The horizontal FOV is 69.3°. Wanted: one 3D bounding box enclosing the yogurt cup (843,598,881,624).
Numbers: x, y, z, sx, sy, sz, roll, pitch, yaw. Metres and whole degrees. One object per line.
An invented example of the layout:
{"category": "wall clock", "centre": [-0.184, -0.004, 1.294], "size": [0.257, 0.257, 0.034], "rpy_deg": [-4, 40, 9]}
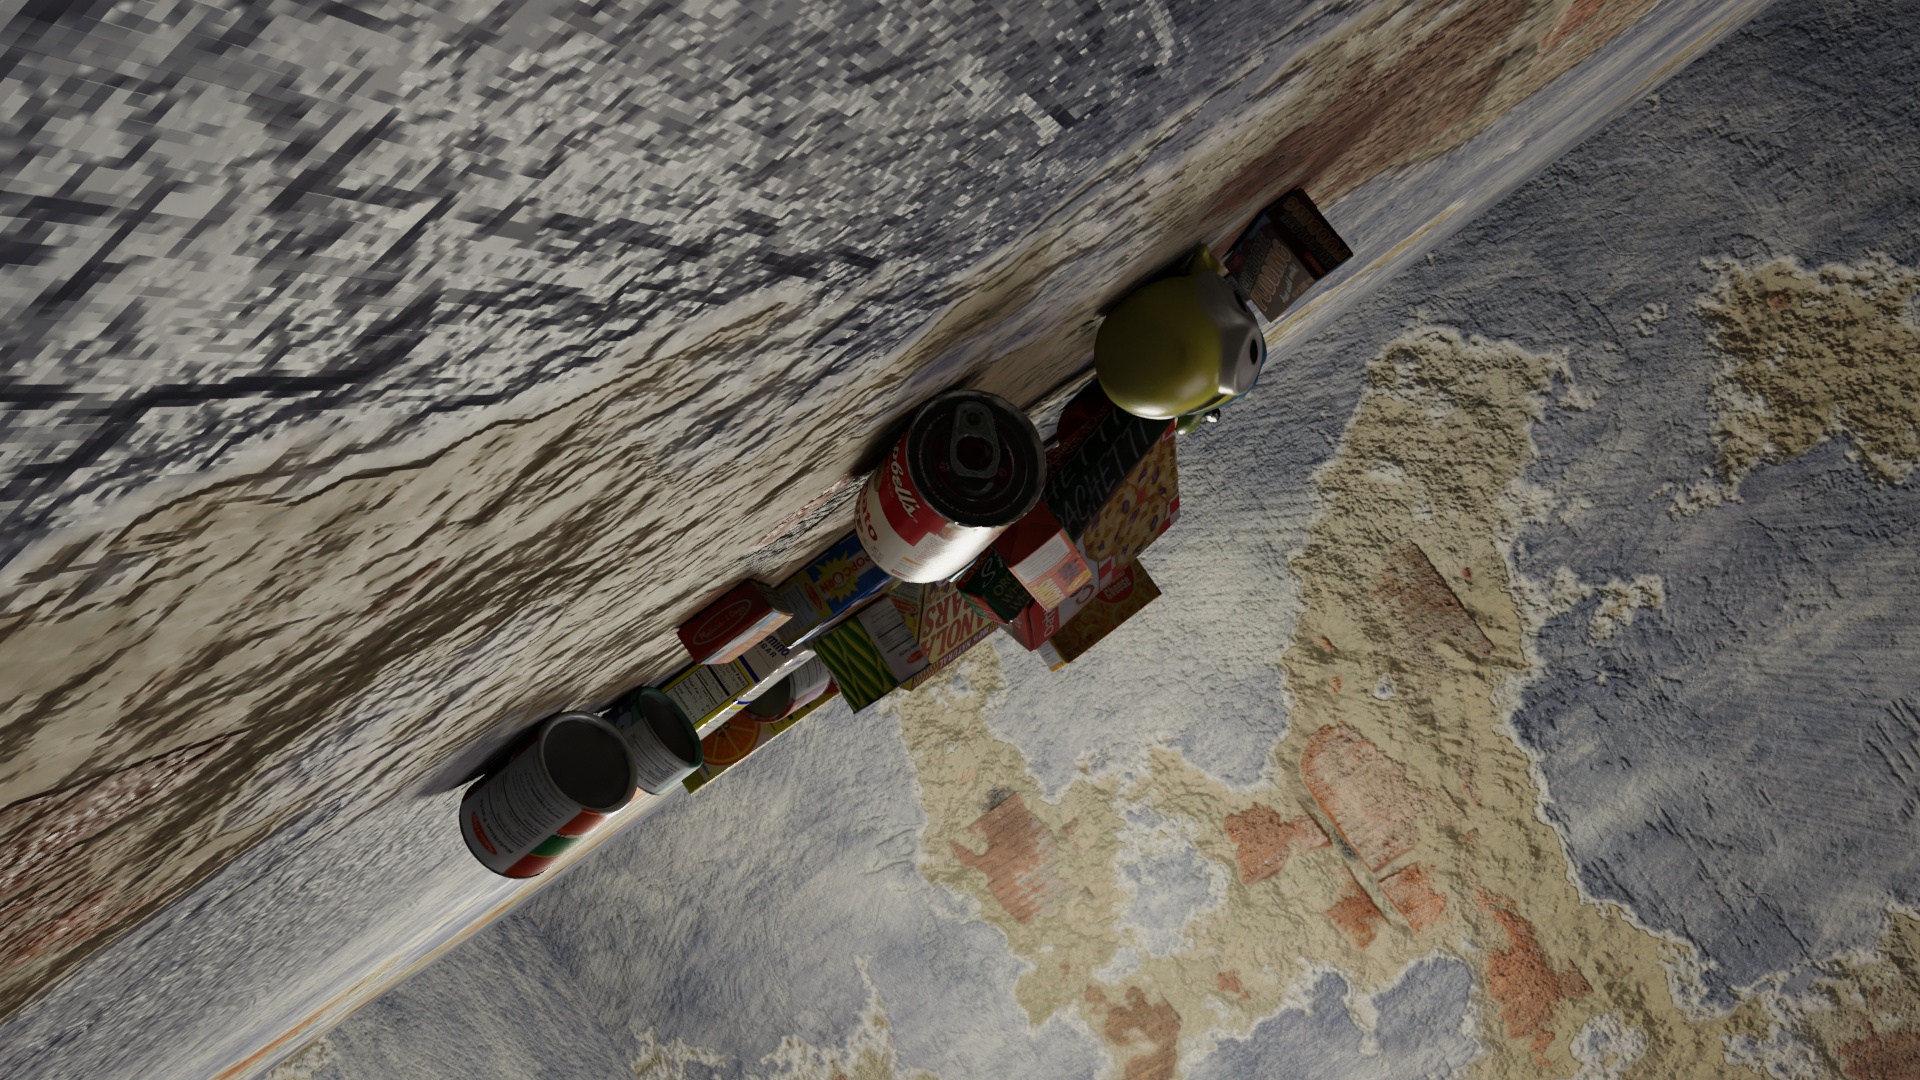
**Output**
{"category": "yogurt cup", "centre": [-0.073, 0.050, 1.134], "size": [0.072, 0.054, 0.072], "rpy_deg": [-35, 176, -3]}

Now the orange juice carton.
{"category": "orange juice carton", "centre": [-0.171, 0.136, 1.221], "size": [0.193, 0.072, 0.072], "rpy_deg": [-33, 176, -27]}

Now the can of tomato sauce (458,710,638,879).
{"category": "can of tomato sauce", "centre": [-0.232, 0.143, 0.790], "size": [0.082, 0.071, 0.071], "rpy_deg": [-38, 175, 29]}

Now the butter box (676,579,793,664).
{"category": "butter box", "centre": [-0.132, 0.049, 0.824], "size": [0.053, 0.024, 0.103], "rpy_deg": [-36, 176, -3]}

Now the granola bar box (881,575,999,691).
{"category": "granola bar box", "centre": [-0.005, 0.034, 1.125], "size": [0.166, 0.039, 0.123], "rpy_deg": [-30, 133, -55]}

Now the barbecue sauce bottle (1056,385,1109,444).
{"category": "barbecue sauce bottle", "centre": [0.141, -0.114, 1.059], "size": [0.149, 0.044, 0.064], "rpy_deg": [-34, 168, -28]}

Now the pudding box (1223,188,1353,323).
{"category": "pudding box", "centre": [0.187, -0.163, 0.801], "size": [0.030, 0.049, 0.083], "rpy_deg": [-37, 177, -9]}

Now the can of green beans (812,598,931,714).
{"category": "can of green beans", "centre": [-0.064, 0.082, 0.991], "size": [0.071, 0.058, 0.071], "rpy_deg": [-33, 177, -2]}

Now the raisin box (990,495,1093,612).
{"category": "raisin box", "centre": [0.030, -0.012, 0.792], "size": [0.040, 0.086, 0.123], "rpy_deg": [-38, 161, 2]}

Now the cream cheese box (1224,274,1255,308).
{"category": "cream cheese box", "centre": [0.170, -0.153, 0.976], "size": [0.103, 0.024, 0.053], "rpy_deg": [-38, 174, 38]}

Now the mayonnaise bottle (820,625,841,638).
{"category": "mayonnaise bottle", "centre": [-0.060, 0.039, 1.208], "size": [0.148, 0.041, 0.064], "rpy_deg": [-34, 174, -4]}

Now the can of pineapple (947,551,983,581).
{"category": "can of pineapple", "centre": [0.004, -0.013, 0.998], "size": [0.071, 0.058, 0.071], "rpy_deg": [-35, 176, -3]}

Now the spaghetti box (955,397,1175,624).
{"category": "spaghetti box", "centre": [0.090, -0.051, 0.894], "size": [0.250, 0.028, 0.050], "rpy_deg": [-50, -160, -10]}

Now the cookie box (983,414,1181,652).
{"category": "cookie box", "centre": [0.089, -0.016, 0.991], "size": [0.168, 0.040, 0.122], "rpy_deg": [-40, 143, -23]}

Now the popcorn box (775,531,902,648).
{"category": "popcorn box", "centre": [-0.076, 0.028, 0.948], "size": [0.085, 0.038, 0.127], "rpy_deg": [-35, 177, 11]}

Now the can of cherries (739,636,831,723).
{"category": "can of cherries", "centre": [-0.147, 0.107, 1.105], "size": [0.071, 0.071, 0.058], "rpy_deg": [-37, 176, 26]}

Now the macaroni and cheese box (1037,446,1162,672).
{"category": "macaroni and cheese box", "centre": [0.085, 0.016, 1.258], "size": [0.124, 0.166, 0.040], "rpy_deg": [-33, 176, -28]}

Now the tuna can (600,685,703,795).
{"category": "tuna can", "centre": [-0.201, 0.129, 0.908], "size": [0.033, 0.071, 0.071], "rpy_deg": [-37, 176, 8]}
